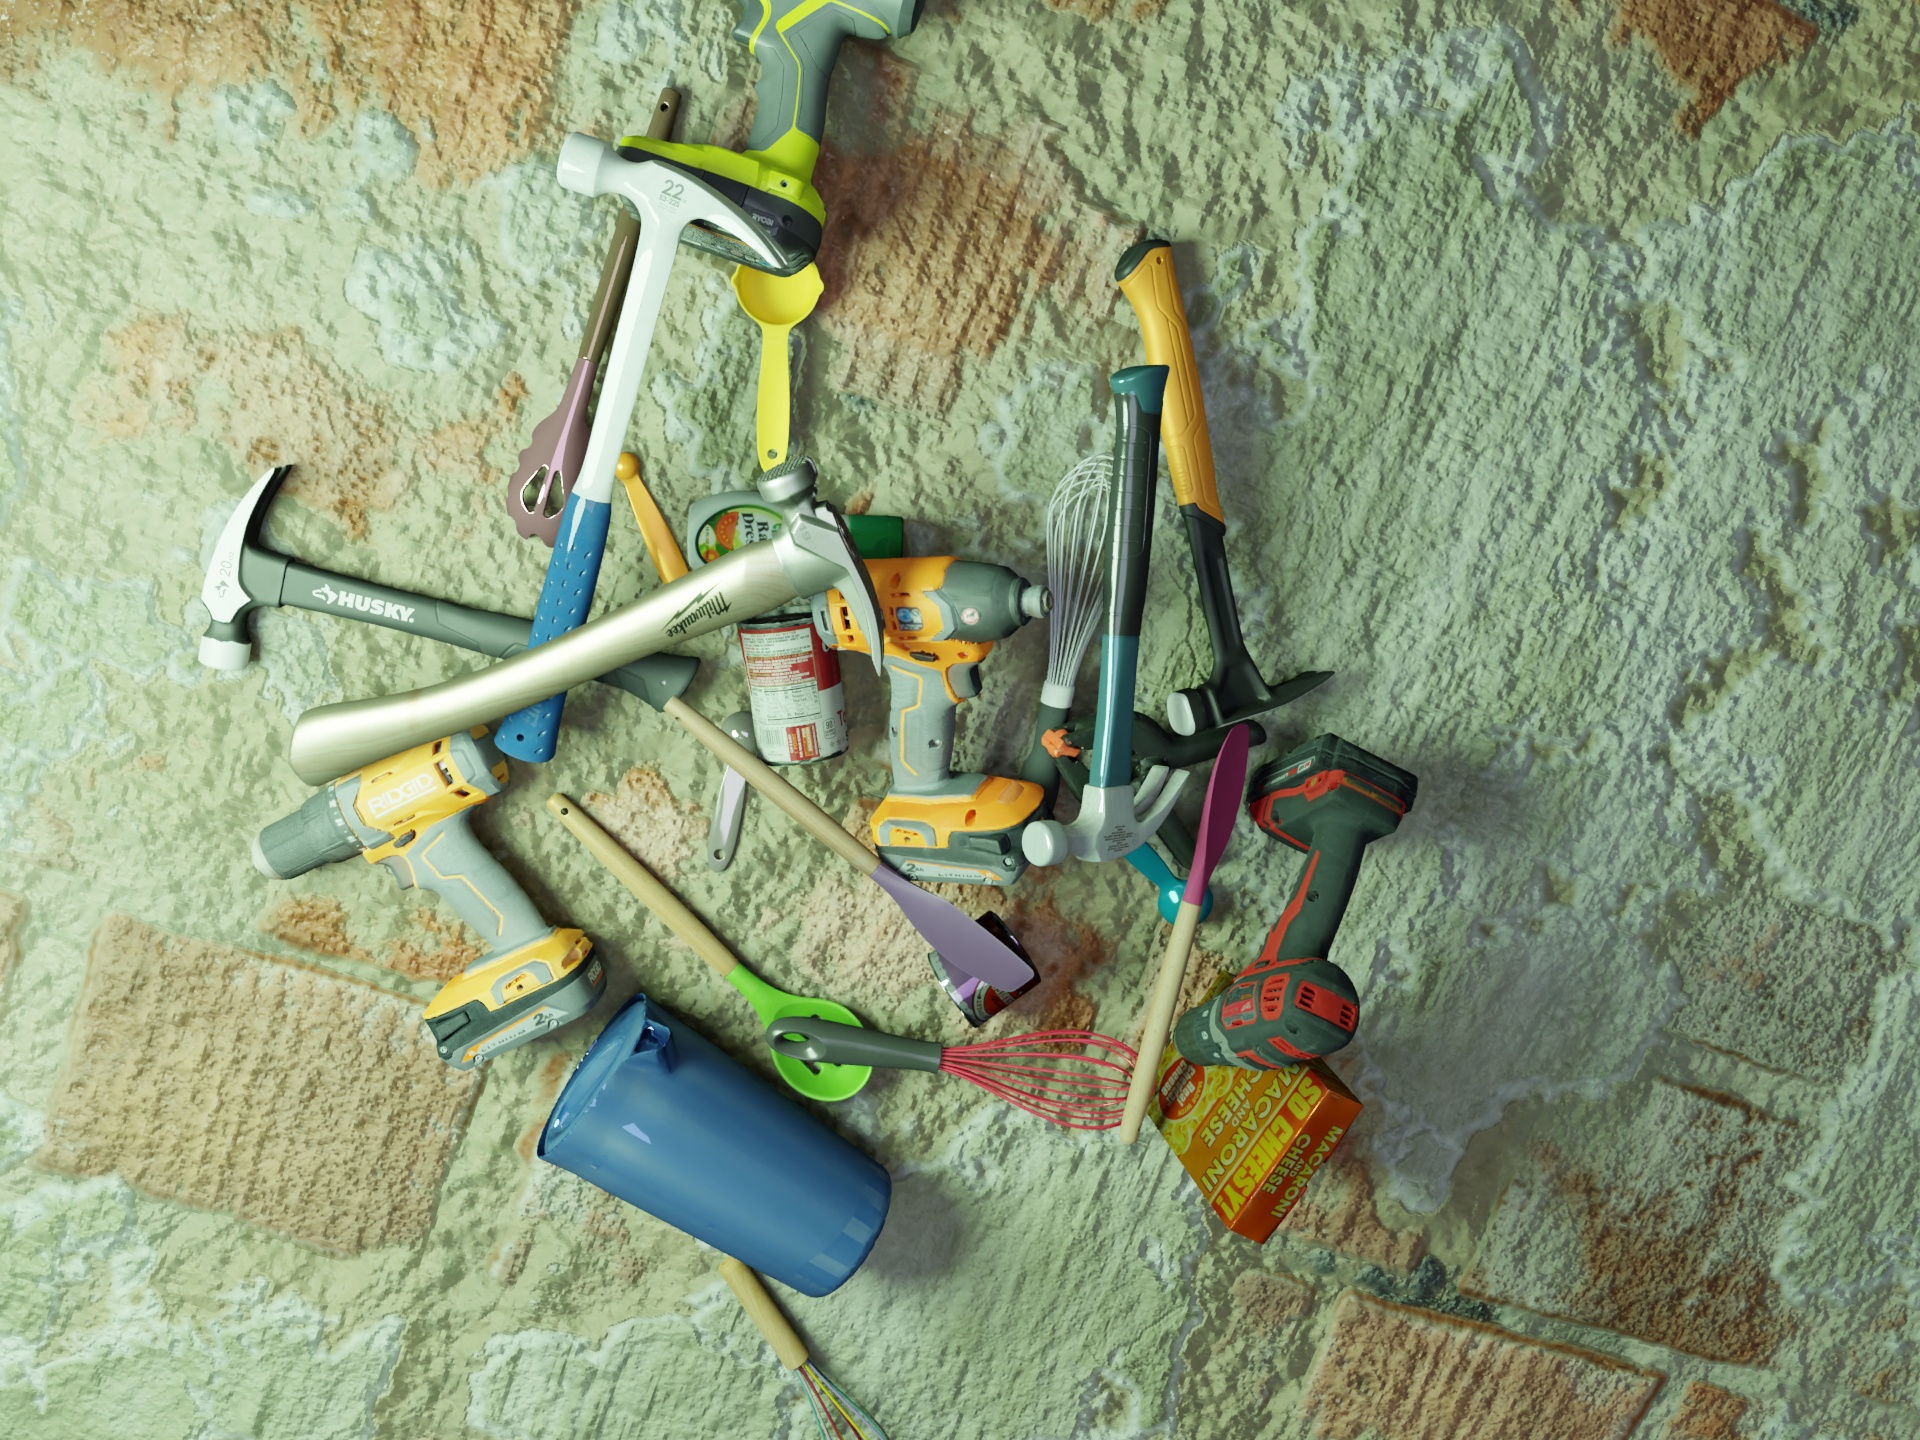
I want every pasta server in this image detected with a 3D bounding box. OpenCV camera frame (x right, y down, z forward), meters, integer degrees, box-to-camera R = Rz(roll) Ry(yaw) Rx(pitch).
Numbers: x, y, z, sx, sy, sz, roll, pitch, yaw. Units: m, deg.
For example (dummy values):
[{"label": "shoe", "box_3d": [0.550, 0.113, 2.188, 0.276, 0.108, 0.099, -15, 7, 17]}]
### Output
[{"label": "pasta server", "box_3d": [-0.243, -0.269, 1.075, 0.060, 0.040, 0.316, 18, 97, -8]}]

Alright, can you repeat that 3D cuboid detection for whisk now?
[{"label": "whisk", "box_3d": [0.075, -0.050, 1.130, 0.070, 0.070, 0.284, 9, 106, -6]}, {"label": "whisk", "box_3d": [-0.118, 0.521, 1.251, 0.051, 0.047, 0.245, -34, 98, -9]}, {"label": "whisk", "box_3d": [0.002, 0.252, 1.177, 0.295, 0.073, 0.073, 10, 102, -9]}]

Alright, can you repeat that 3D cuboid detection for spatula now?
[{"label": "spatula", "box_3d": [-0.080, 0.088, 1.105, 0.316, 0.018, 0.059, 40, 140, -5]}]

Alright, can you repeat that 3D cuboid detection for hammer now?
[{"label": "hammer", "box_3d": [-0.229, -0.152, 1.024, 0.144, 0.035, 0.405, 19, 113, -5]}, {"label": "hammer", "box_3d": [0.107, -0.070, 1.056, 0.128, 0.033, 0.331, -2, 99, -40]}, {"label": "hammer", "box_3d": [-0.347, -0.071, 1.105, 0.334, 0.035, 0.146, 14, 102, -7]}, {"label": "hammer", "box_3d": [-0.252, -0.031, 1.039, 0.410, 0.038, 0.146, -20, 113, 12]}, {"label": "hammer", "box_3d": [0.171, -0.166, 1.111, 0.127, 0.034, 0.337, -17, 99, -23]}]

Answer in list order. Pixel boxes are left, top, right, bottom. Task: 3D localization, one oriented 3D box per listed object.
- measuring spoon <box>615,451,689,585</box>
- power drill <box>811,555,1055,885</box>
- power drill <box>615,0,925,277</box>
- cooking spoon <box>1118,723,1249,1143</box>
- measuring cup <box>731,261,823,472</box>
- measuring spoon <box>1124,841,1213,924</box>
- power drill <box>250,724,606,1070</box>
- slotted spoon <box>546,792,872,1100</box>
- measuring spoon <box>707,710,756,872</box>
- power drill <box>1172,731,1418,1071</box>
[{"label": "measuring spoon", "box_3d": [-0.214, -0.132, 1.112, 0.021, 0.011, 0.117, -23, 103, 1]}, {"label": "power drill", "box_3d": [-0.002, -0.003, 1.081, 0.164, 0.084, 0.226, 0, 115, 26]}, {"label": "power drill", "box_3d": [-0.139, -0.419, 1.012, 0.190, 0.080, 0.228, 19, 90, -2]}, {"label": "cooking spoon", "box_3d": [0.160, 0.155, 1.145, 0.017, 0.068, 0.319, 17, 98, 27]}, {"label": "measuring cup", "box_3d": [-0.126, -0.247, 1.087, 0.062, 0.029, 0.156, 3, 105, -5]}, {"label": "measuring spoon", "box_3d": [0.144, 0.116, 1.162, 0.042, 0.021, 0.128, -31, 127, 19]}, {"label": "power drill", "box_3d": [-0.376, 0.131, 1.126, 0.185, 0.084, 0.226, -25, 99, 2]}, {"label": "slotted spoon", "box_3d": [-0.186, 0.164, 1.173, 0.313, 0.031, 0.070, 45, 83, -9]}, {"label": "measuring spoon", "box_3d": [-0.166, 0.054, 1.153, 0.034, 0.018, 0.124, 12, 102, -7]}, {"label": "power drill", "box_3d": [0.226, 0.139, 1.118, 0.080, 0.188, 0.227, 26, 65, -12]}]
